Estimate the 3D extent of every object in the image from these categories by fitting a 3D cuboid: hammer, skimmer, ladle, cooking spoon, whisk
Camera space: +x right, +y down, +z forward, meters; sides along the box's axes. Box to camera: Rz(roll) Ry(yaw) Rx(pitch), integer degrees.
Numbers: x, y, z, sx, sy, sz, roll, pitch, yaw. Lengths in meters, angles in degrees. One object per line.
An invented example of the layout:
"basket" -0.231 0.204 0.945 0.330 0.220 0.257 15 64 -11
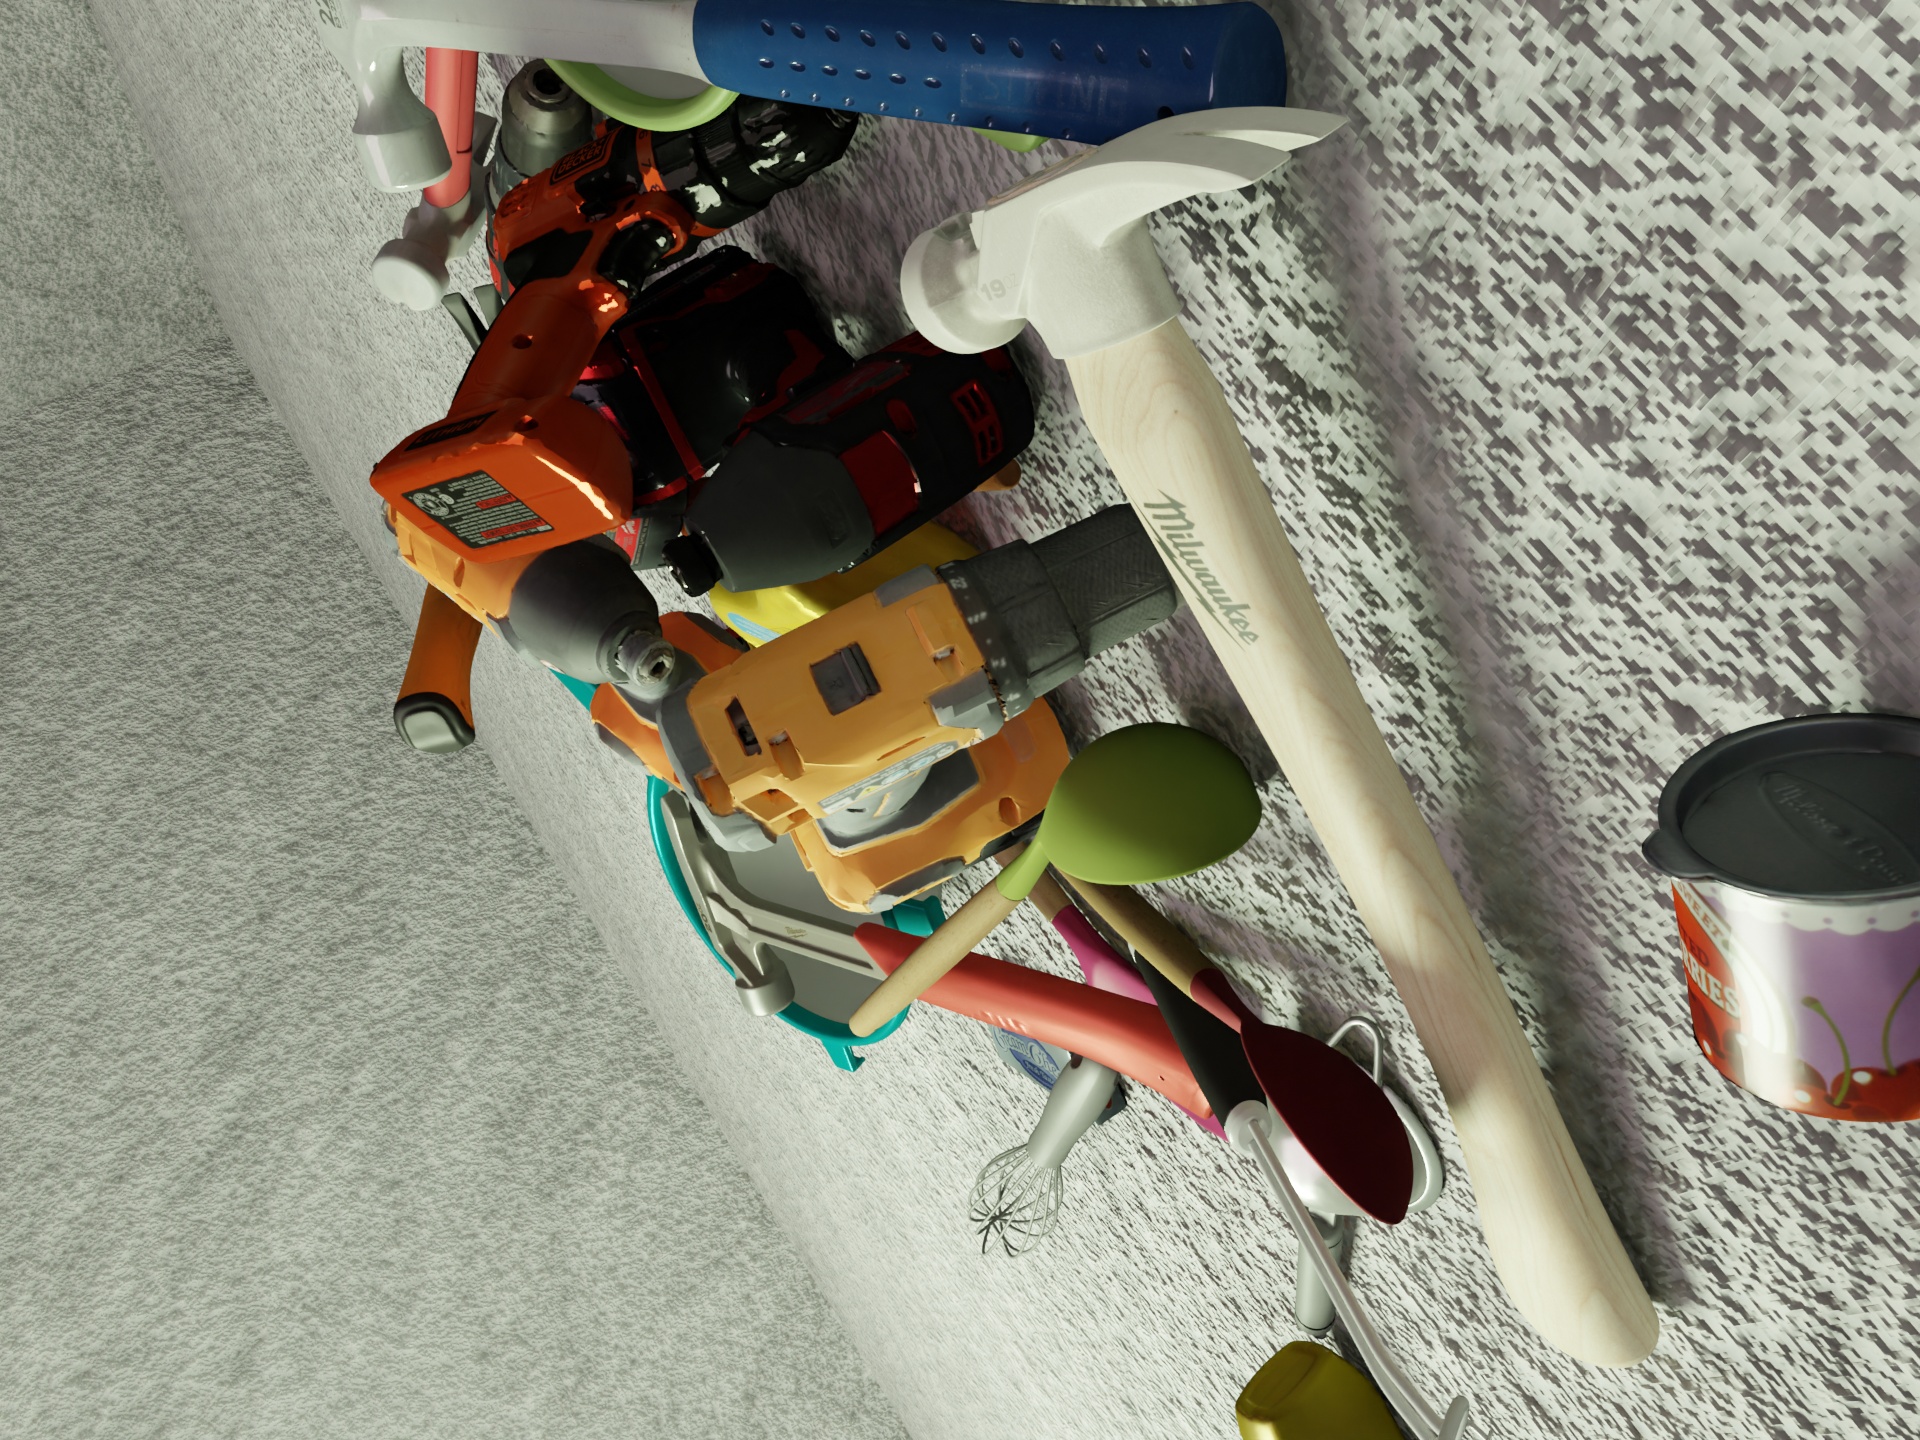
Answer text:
"hammer" -0.086 -0.218 0.494 0.406 0.035 0.144 21 136 34
"skimmer" 0.093 0.183 0.537 0.364 0.090 0.127 -114 21 -58
"hammer" -0.225 -0.366 0.730 0.038 0.143 0.386 20 148 -9
"ladle" 0.019 0.089 0.669 0.062 0.078 0.320 51 144 9
"cooking spoon" 0.035 0.077 0.788 0.319 0.017 0.068 49 150 27
"hammer" 0.123 0.033 0.449 0.146 0.038 0.410 5 129 60
"hammer" -0.259 -0.107 0.845 0.337 0.034 0.127 -99 -4 -51
"hammer" -0.014 0.118 0.788 0.359 0.037 0.149 9 124 44
"whisk" 0.045 0.231 0.853 0.055 0.055 0.238 50 147 24
"ladle" 0.084 0.093 0.609 0.069 0.031 0.316 41 180 -21

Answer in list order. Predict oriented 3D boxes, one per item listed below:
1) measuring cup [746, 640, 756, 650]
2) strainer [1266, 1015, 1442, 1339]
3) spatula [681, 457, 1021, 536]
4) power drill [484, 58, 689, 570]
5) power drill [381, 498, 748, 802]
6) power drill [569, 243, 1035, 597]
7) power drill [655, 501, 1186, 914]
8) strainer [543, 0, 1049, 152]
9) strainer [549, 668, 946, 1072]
"measuring cup" -0.128 -0.071 0.973 0.062 0.029 0.157 66 170 -16
"strainer" 0.153 0.211 0.670 0.087 0.050 0.258 29 149 31
"spatula" -0.066 -0.115 0.734 0.323 0.041 0.081 17 120 60
"power drill" -0.202 -0.203 0.825 0.188 0.080 0.227 137 122 -69
"power drill" -0.151 -0.027 0.749 0.164 0.084 0.226 34 172 31
"power drill" -0.082 -0.116 0.629 0.220 0.143 0.078 35 155 52
"power drill" -0.001 -0.002 0.603 0.084 0.185 0.226 63 178 14
"strainer" -0.059 -0.257 0.521 0.256 0.069 0.151 34 142 18
"strainer" -0.126 0.036 0.952 0.340 0.095 0.210 44 142 15
